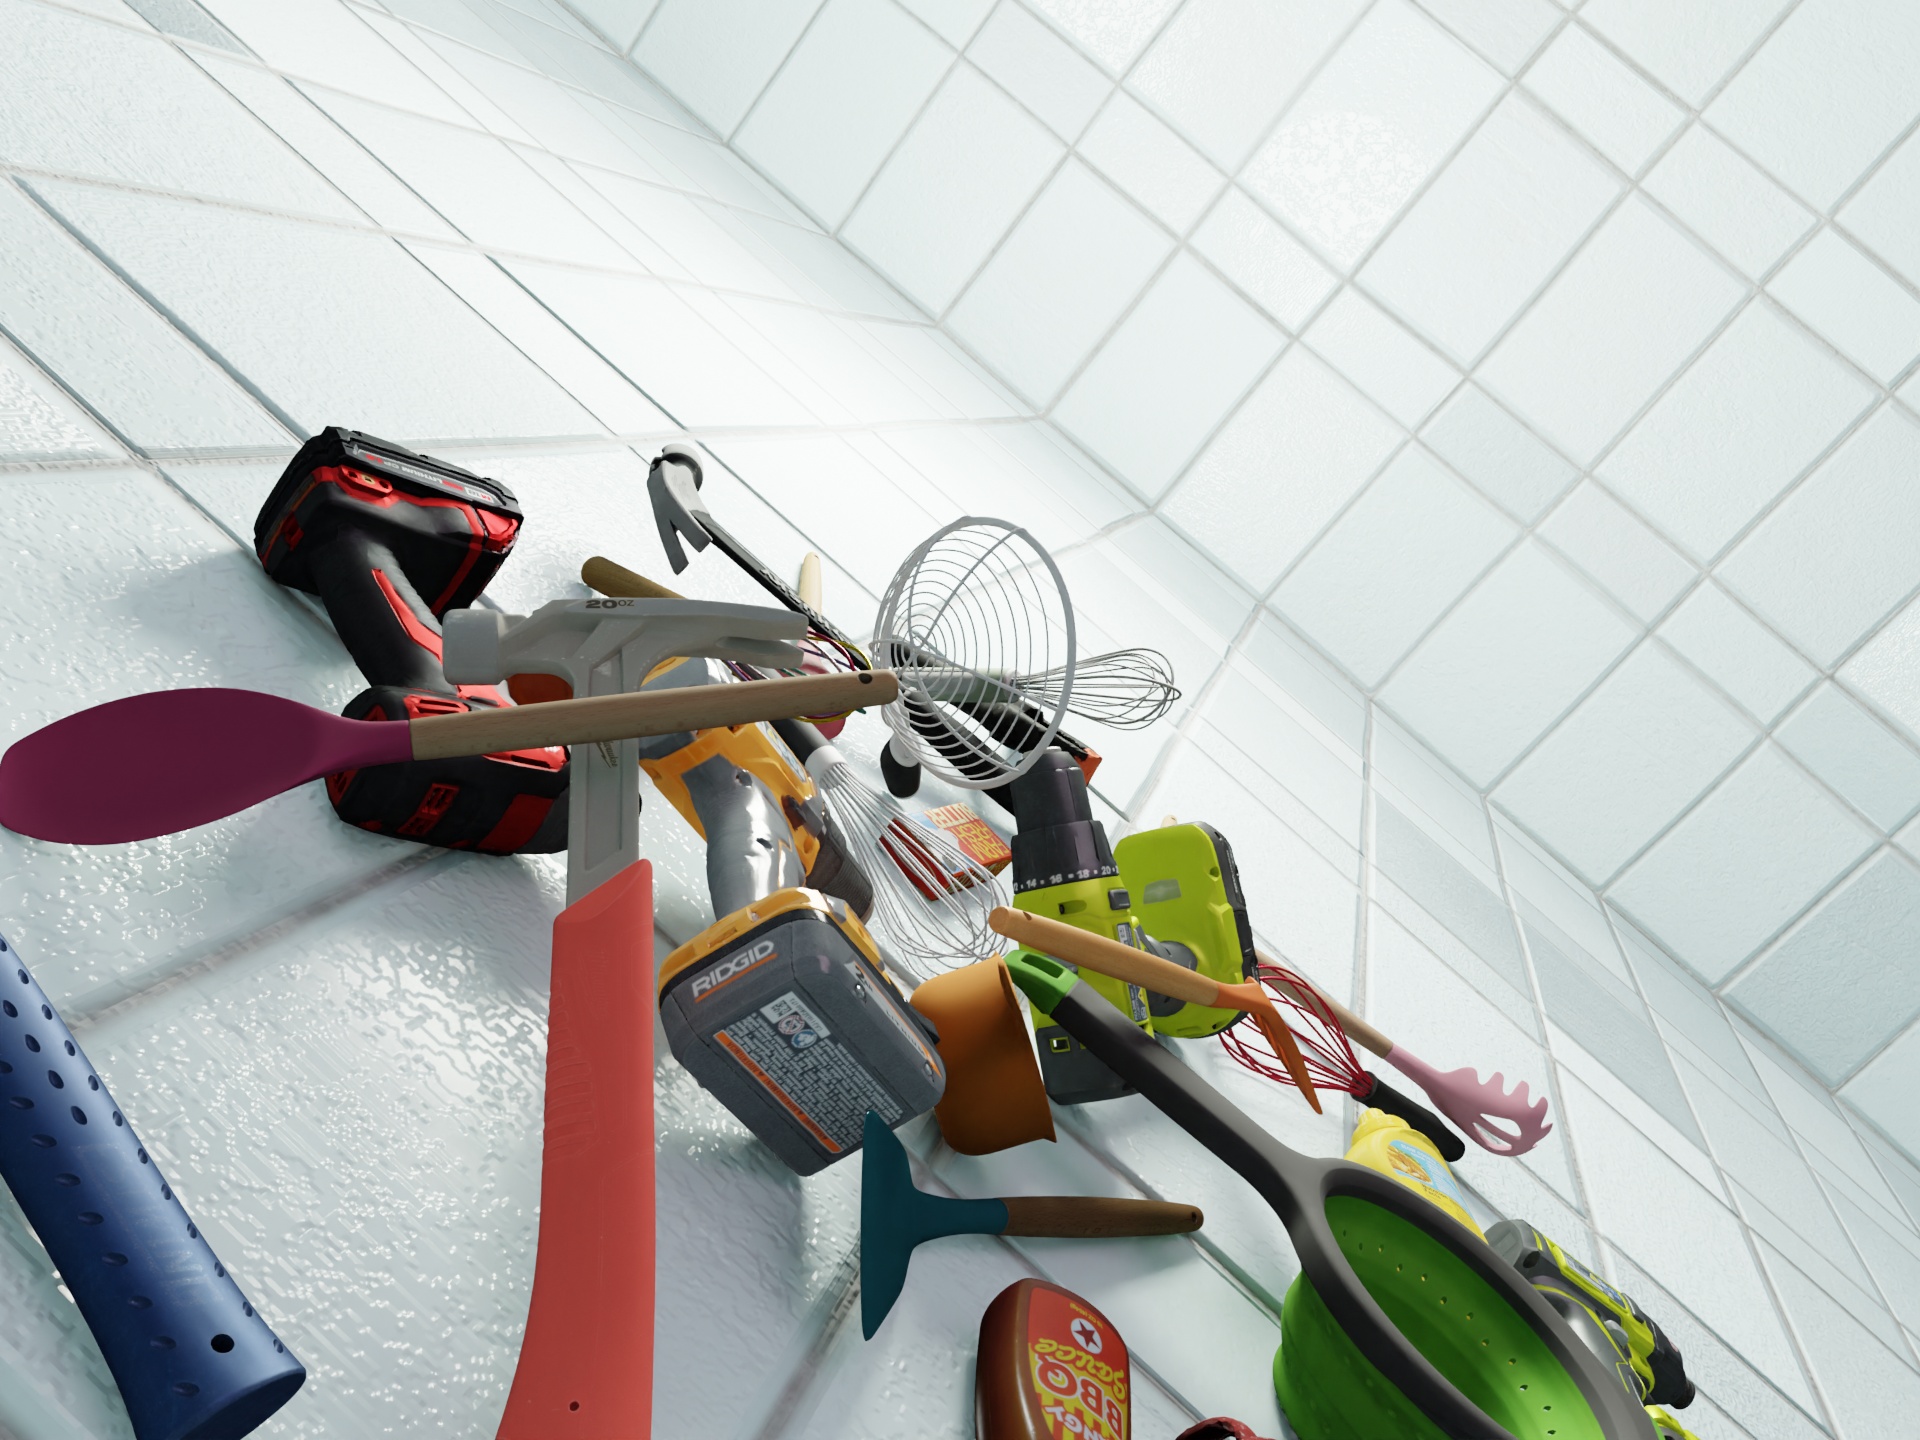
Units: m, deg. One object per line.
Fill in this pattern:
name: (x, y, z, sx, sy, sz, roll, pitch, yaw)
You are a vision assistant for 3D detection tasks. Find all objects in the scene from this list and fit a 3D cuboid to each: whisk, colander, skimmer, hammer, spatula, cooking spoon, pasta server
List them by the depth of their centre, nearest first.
hammer: (-0.313, 0.039, 0.473, 0.406, 0.035, 0.144, 46, 19, 19)
hammer: (-0.116, 0.092, 0.560, 0.149, 0.036, 0.359, 0, 49, -12)
cooking spoon: (-0.176, 0.005, 0.588, 0.318, 0.017, 0.069, -7, 49, -18)
spatula: (0.040, 0.226, 0.718, 0.317, 0.044, 0.082, 22, 62, -50)
colander: (0.157, 0.268, 0.781, 0.397, 0.094, 0.204, 38, 14, 10)
spatula: (0.111, 0.145, 0.834, 0.322, 0.041, 0.081, 26, 25, -46)
skimmer: (-0.001, -0.003, 0.868, 0.363, 0.090, 0.127, 100, -22, -77)
whisk: (-0.138, -0.052, 0.914, 0.245, 0.047, 0.051, 26, 6, 37)
whisk: (-0.062, 0.047, 0.927, 0.070, 0.070, 0.285, 17, 24, -51)
hammer: (-0.049, -0.025, 1.068, 0.408, 0.036, 0.149, 41, 13, -23)
whisk: (0.043, -0.024, 1.110, 0.246, 0.058, 0.059, 2, -14, 36)
whisk: (0.271, 0.248, 1.115, 0.295, 0.073, 0.073, 36, 17, -31)
pasta server: (0.299, 0.229, 1.195, 0.316, 0.060, 0.040, 34, 26, 10)

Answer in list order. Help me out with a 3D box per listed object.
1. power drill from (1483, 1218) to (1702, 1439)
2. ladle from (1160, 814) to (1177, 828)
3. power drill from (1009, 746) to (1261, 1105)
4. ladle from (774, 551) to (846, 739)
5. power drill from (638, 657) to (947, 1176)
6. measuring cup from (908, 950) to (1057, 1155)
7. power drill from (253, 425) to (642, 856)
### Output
power drill: (0.405, 0.416, 0.950, 0.171, 0.080, 0.223, 37, 15, -8)
ladle: (0.162, 0.111, 1.220, 0.078, 0.062, 0.320, 34, 15, 1)
power drill: (0.098, 0.115, 0.940, 0.228, 0.080, 0.191, 8, 70, -63)
ladle: (-0.109, -0.068, 1.153, 0.069, 0.031, 0.316, 37, 16, -18)
power drill: (-0.076, 0.091, 0.720, 0.185, 0.084, 0.226, 56, 5, -39)
measuring cup: (0.004, 0.143, 0.712, 0.173, 0.052, 0.095, 78, -6, -65)
power drill: (-0.234, -0.029, 0.732, 0.143, 0.078, 0.220, 17, 32, -48)
